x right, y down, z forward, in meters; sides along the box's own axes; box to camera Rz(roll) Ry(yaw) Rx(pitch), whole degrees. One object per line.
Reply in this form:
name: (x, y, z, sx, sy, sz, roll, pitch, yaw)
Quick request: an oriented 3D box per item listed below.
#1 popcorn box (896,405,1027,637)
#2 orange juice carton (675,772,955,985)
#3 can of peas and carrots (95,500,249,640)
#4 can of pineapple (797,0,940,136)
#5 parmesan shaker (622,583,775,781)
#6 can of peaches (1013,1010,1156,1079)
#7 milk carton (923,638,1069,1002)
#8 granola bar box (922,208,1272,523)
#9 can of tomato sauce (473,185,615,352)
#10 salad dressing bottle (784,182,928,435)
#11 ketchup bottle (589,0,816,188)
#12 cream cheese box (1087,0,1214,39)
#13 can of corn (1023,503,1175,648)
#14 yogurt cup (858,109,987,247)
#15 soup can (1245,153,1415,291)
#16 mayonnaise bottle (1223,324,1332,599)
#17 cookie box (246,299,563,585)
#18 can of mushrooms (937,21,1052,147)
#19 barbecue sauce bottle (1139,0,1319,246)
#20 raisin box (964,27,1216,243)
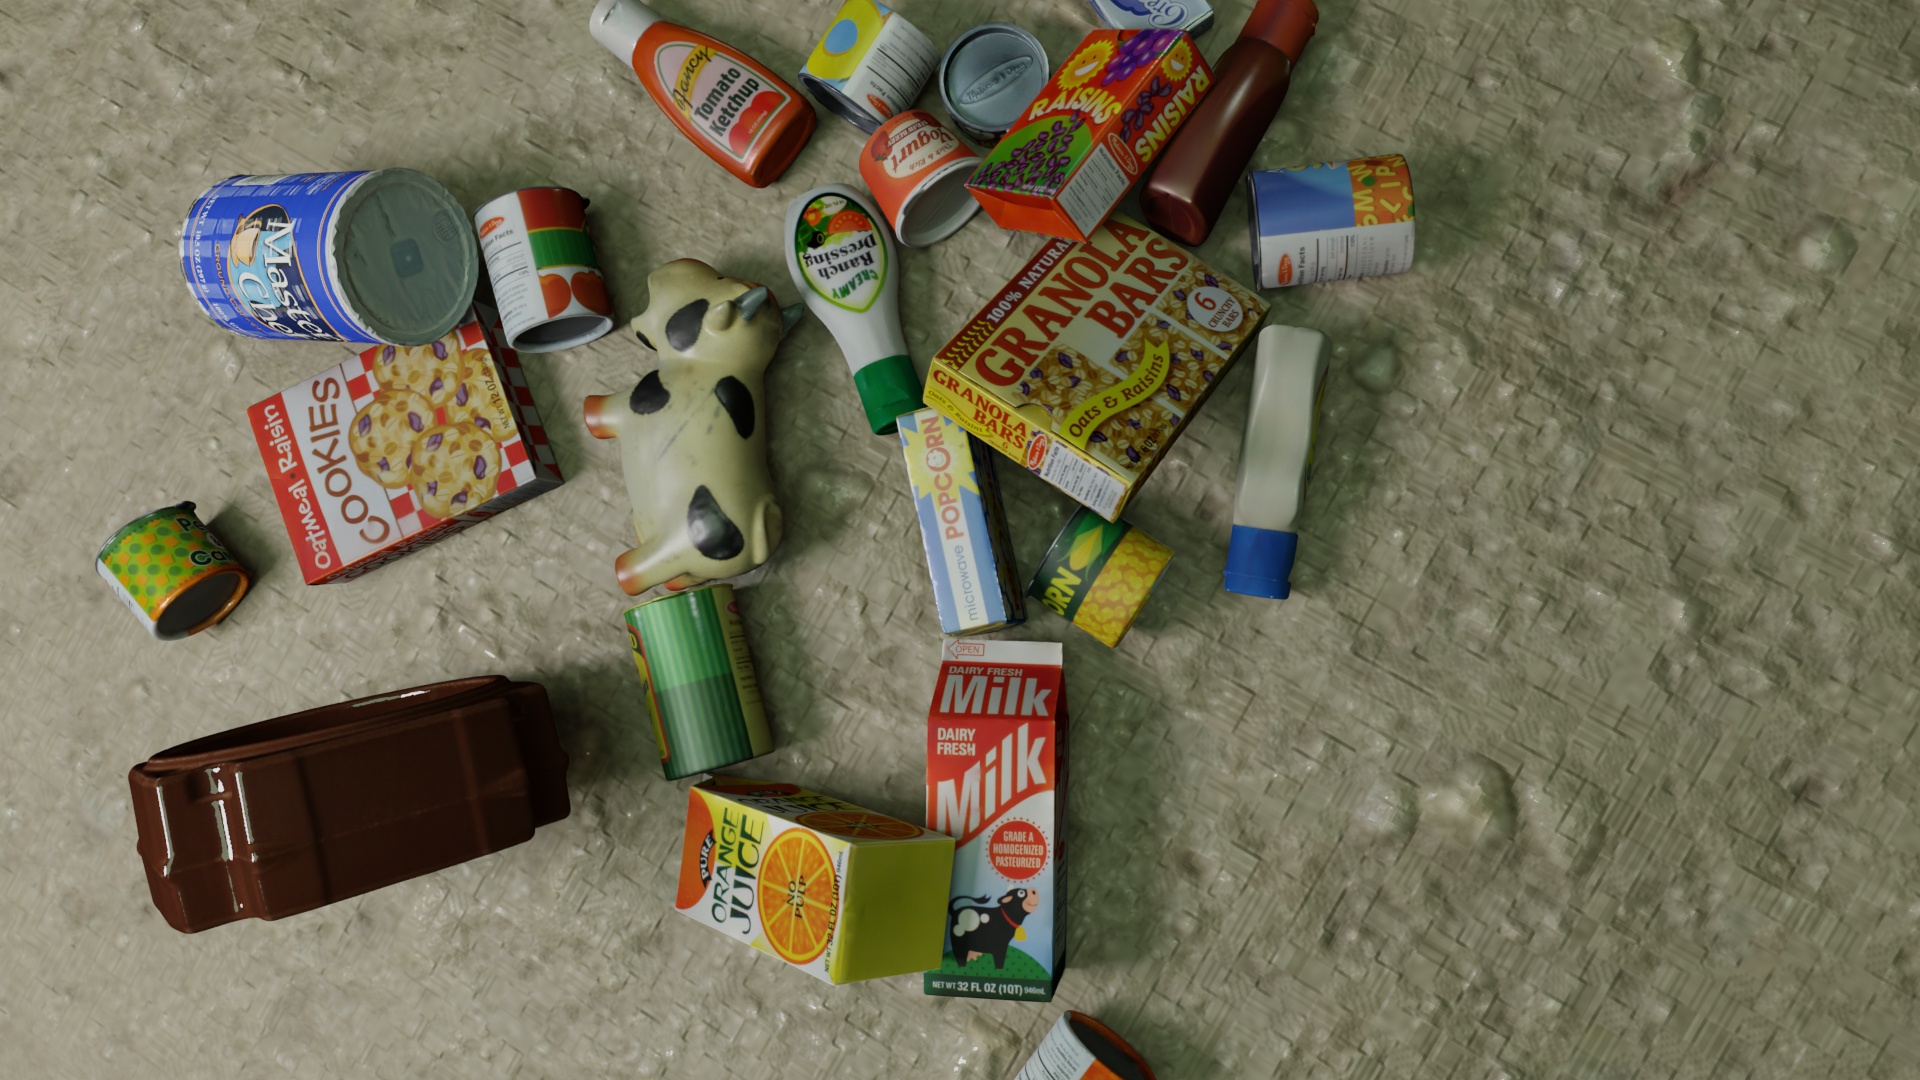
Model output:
popcorn box: (0.003, -0.010, 0.786, 0.038, 0.085, 0.126, -13, 85, 10)
orange juice carton: (-0.096, 0.181, 0.773, 0.192, 0.073, 0.072, 5, 88, 47)
can of peas and carrots: (-0.497, 0.020, 0.882, 0.059, 0.071, 0.071, 45, 95, 9)
can of pineapple: (-0.055, -0.281, 0.825, 0.071, 0.071, 0.058, 33, 92, 10)
parmesan shaker: (-0.154, 0.083, 0.814, 0.071, 0.071, 0.103, -16, 84, 9)
can of peaches: (0.068, 0.304, 0.765, 0.071, 0.071, 0.058, 36, 93, 10)
milk carton: (0.022, 0.151, 0.778, 0.072, 0.073, 0.190, 1, 86, 10)
granola bar box: (0.077, -0.104, 0.759, 0.124, 0.038, 0.166, 33, 57, 11)
can of tomato sauce: (-0.253, -0.165, 0.853, 0.071, 0.071, 0.083, -18, 84, 9)
salad dressing bottle: (-0.059, -0.137, 0.826, 0.064, 0.044, 0.147, -20, 83, -3)
ketchup bottle: (-0.162, -0.283, 0.855, 0.149, 0.043, 0.064, 39, 94, 11)
cream cheese box: (0.100, -0.333, 0.822, 0.053, 0.024, 0.104, -33, 81, 7)
can of corn: (0.078, 0.020, 0.780, 0.058, 0.071, 0.071, 33, 93, 10)
yogurt cup: (-0.023, -0.215, 0.817, 0.072, 0.072, 0.054, -39, 73, 6)
soup can: (0.204, -0.179, 0.773, 0.084, 0.071, 0.071, -5, 86, 9)
mayonnaise bottle: (0.176, -0.042, 0.772, 0.041, 0.065, 0.148, 8, 92, 13)
cookie box: (-0.351, -0.060, 0.874, 0.167, 0.040, 0.123, -23, 83, 8)
can of mushrooms: (0.023, -0.268, 0.827, 0.071, 0.033, 0.071, -1, 86, 9)
barbecue sauce bottle: (0.155, -0.244, 0.789, 0.044, 0.064, 0.148, 27, 83, 18)
raisin box: (0.071, -0.228, 0.774, 0.123, 0.040, 0.086, -52, 36, -8)
